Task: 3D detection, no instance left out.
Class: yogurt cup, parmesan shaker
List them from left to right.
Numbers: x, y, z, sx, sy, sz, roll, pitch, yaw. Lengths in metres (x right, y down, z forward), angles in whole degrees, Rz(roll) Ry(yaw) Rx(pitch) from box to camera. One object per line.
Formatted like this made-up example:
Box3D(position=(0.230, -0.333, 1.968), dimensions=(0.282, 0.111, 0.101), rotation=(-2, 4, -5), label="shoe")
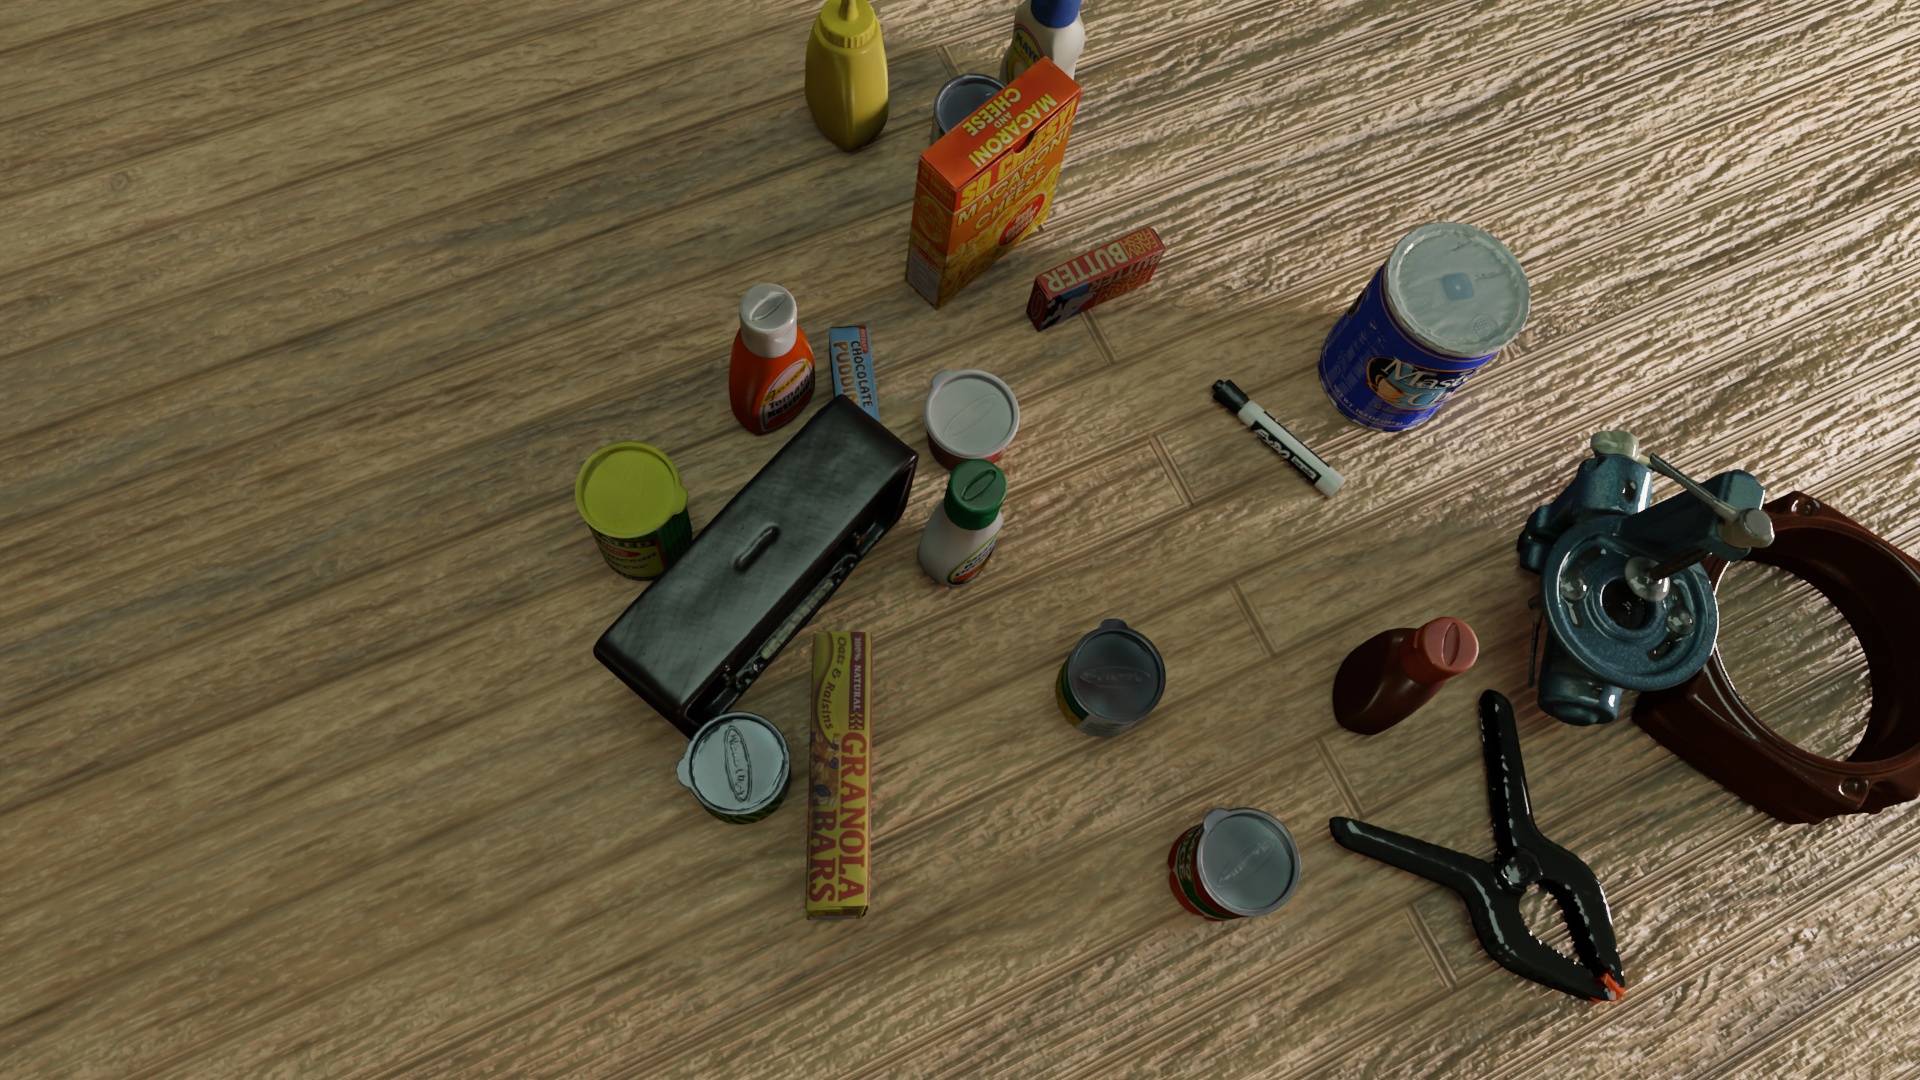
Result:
Box3D(position=(-0.213, -0.016, 0.928), dimensions=(0.071, 0.102, 0.071), rotation=(2, 72, -5), label="parmesan shaker")
Box3D(position=(0.006, -0.082, 1.000), dimensions=(0.072, 0.053, 0.072), rotation=(2, 71, -5), label="yogurt cup")

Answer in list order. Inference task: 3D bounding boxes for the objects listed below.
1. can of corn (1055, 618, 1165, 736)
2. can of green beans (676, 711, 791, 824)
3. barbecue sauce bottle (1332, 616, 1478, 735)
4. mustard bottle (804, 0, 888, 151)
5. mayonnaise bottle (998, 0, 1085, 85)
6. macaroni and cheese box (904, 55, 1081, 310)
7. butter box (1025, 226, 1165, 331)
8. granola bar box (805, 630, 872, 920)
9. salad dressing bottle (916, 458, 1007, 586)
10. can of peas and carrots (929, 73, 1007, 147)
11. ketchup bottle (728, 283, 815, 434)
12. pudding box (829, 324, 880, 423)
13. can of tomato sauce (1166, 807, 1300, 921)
Box3D(position=(0.101, 0.095, 0.947), dimensions=(0.071, 0.058, 0.071), rotation=(2, 71, -5), label="can of corn")
Box3D(position=(-0.144, 0.149, 0.903), dimensions=(0.071, 0.057, 0.071), rotation=(2, 71, -5), label="can of green beans")
Box3D(position=(0.294, 0.086, 0.923), dimensions=(0.044, 0.148, 0.065), rotation=(17, 71, 0), label="barbecue sauce bottle")
Box3D(position=(-0.083, -0.355, 1.027), dimensions=(0.049, 0.159, 0.065), rotation=(-40, 80, -16), label="mustard bottle")
Box3D(position=(0.065, -0.381, 1.057), dimensions=(0.041, 0.147, 0.065), rotation=(-33, 78, -15), label="mayonnaise bottle")
Box3D(position=(0.021, -0.252, 1.000), dimensions=(0.124, 0.166, 0.040), rotation=(-43, 81, -17), label="macaroni and cheese box")
Box3D(position=(0.101, -0.198, 1.049), dimensions=(0.104, 0.053, 0.024), rotation=(-26, 76, -14), label="butter box")
Box3D(position=(-0.076, 0.151, 0.875), dimensions=(0.039, 0.123, 0.166), rotation=(1, 71, -5), label="granola bar box")
Box3D(position=(0.003, -0.012, 0.926), dimensions=(0.064, 0.147, 0.044), rotation=(-41, 80, -16), label="salad dressing bottle")
Box3D(position=(0.012, -0.316, 1.077), dimensions=(0.071, 0.058, 0.071), rotation=(2, 71, -5), label="can of peas and carrots")
Box3D(position=(-0.130, -0.125, 0.950), dimensions=(0.065, 0.148, 0.043), rotation=(-41, 80, -16), label="ketchup bottle")
Box3D(position=(-0.077, -0.108, 1.002), dimensions=(0.030, 0.049, 0.084), rotation=(-5, 72, -7), label="pudding box")
Box3D(position=(0.174, 0.211, 0.902), dimensions=(0.071, 0.083, 0.071), rotation=(2, 72, -5), label="can of tomato sauce")
